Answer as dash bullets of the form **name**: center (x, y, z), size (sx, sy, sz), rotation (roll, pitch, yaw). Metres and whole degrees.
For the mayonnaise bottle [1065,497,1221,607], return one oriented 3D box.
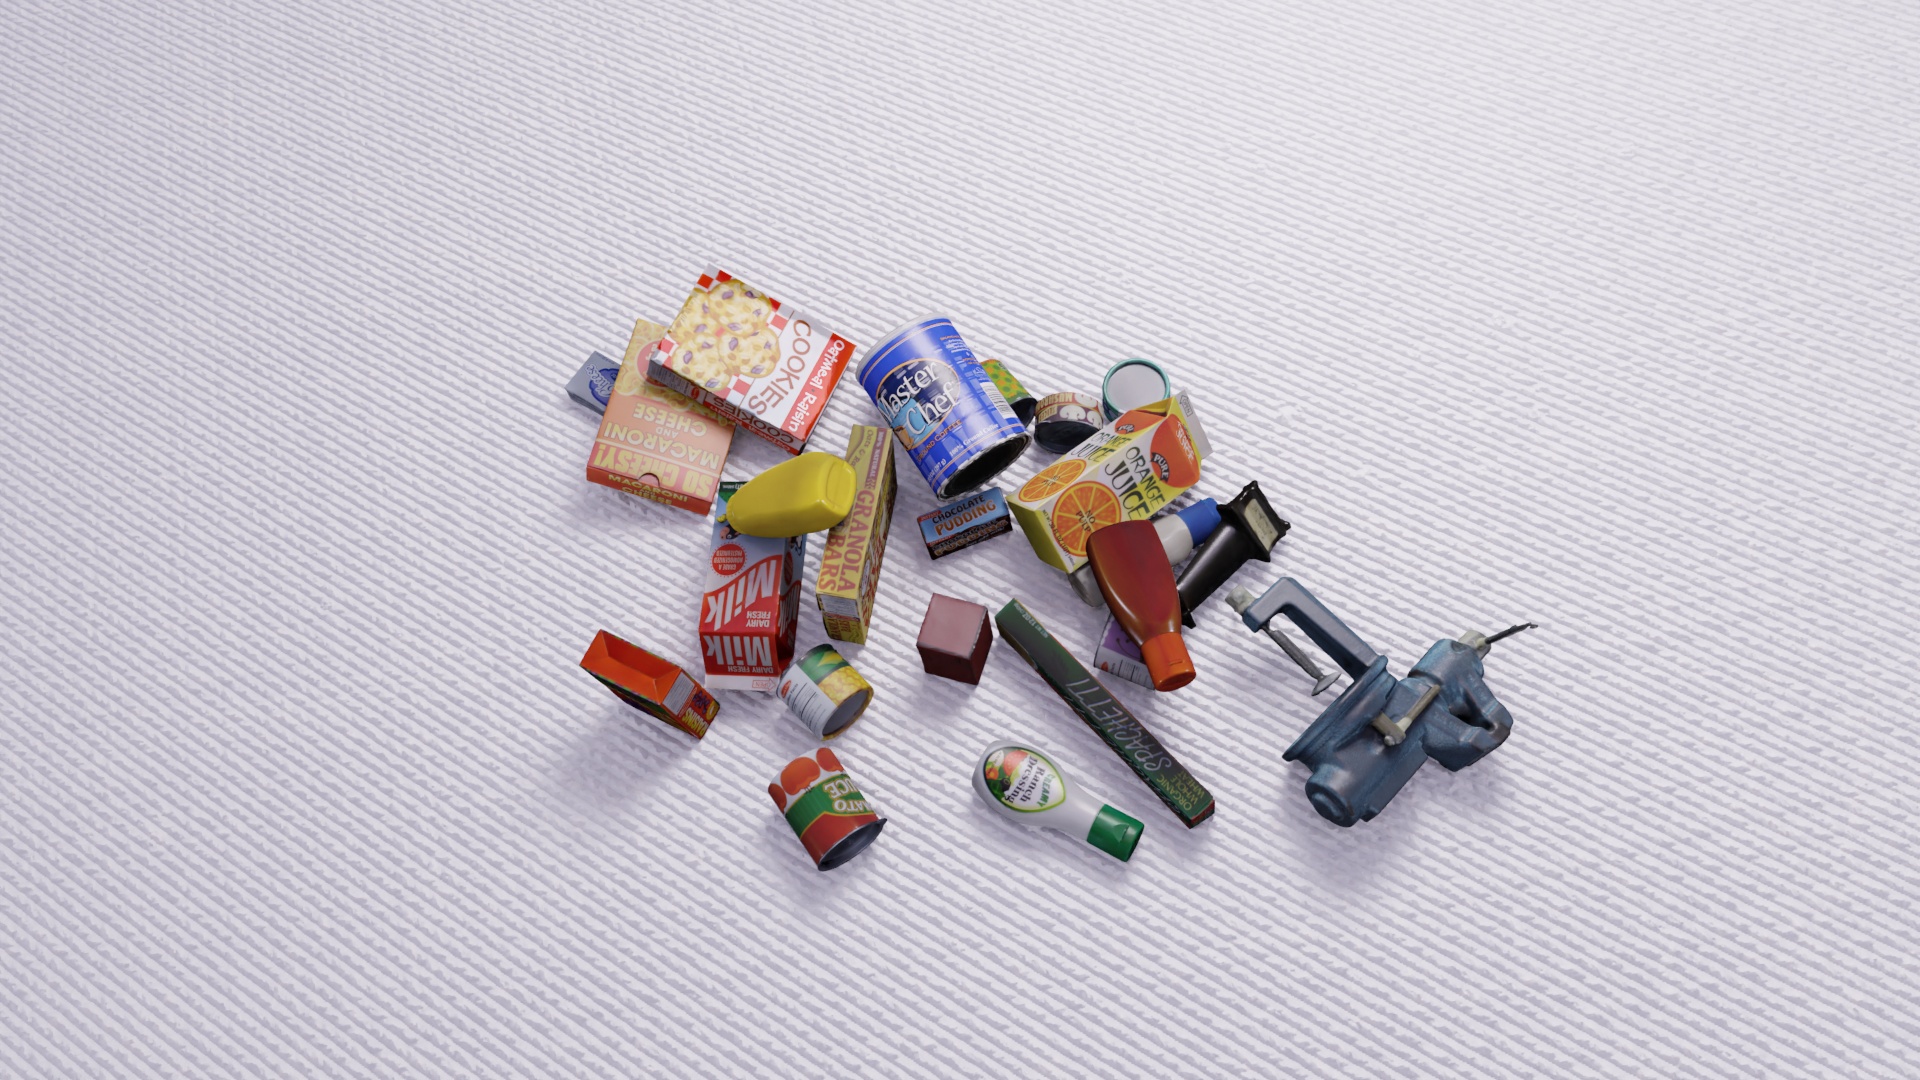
- **mayonnaise bottle**: center (0.170, 0.008, 1.259), size (0.148, 0.041, 0.065), rotation (-26, 23, -8)

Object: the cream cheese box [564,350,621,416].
- **cream cheese box**: center (-0.344, -0.146, 1.405), size (0.104, 0.024, 0.053), rotation (29, 74, 18)

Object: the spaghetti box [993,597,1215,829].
- **spaghetti box**: center (0.123, 0.149, 1.205), size (0.029, 0.050, 0.250), rotation (-41, 68, -9)

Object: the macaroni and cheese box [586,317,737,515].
- **macaroni and cheese box**: center (-0.281, -0.122, 1.356), size (0.124, 0.040, 0.167), rotation (17, 67, -10)

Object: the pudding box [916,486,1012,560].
- **pudding box**: center (0.005, -0.016, 1.292), size (0.084, 0.049, 0.030), rotation (-21, 67, -3)

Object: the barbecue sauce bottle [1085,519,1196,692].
- **barbecue sauce bottle**: center (0.157, 0.055, 1.175), size (0.065, 0.043, 0.149), rotation (-13, 60, -9)

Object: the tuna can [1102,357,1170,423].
- **tuna can**: center (0.169, -0.143, 1.338), size (0.071, 0.032, 0.071), rotation (-2, 66, 6)

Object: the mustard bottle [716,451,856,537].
- **mustard bottle**: center (-0.159, -0.033, 1.215), size (0.160, 0.049, 0.065), rotation (-12, 56, 42)

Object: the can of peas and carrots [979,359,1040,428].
- **can of peas and carrots**: center (0.033, -0.133, 1.332), size (0.071, 0.070, 0.059), rotation (-36, 67, -9)

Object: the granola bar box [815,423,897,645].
- **granola bar box**: center (-0.092, -0.004, 1.257), size (0.039, 0.123, 0.166), rotation (9, 67, 4)

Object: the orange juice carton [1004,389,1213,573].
- **orange juice carton**: center (0.144, -0.057, 1.264), size (0.193, 0.073, 0.071), rotation (-35, 110, -12)

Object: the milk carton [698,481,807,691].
- **milk carton**: center (-0.190, 0.046, 1.275), size (0.072, 0.073, 0.191), rotation (1, 67, 8)

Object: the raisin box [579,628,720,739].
- **raisin box**: center (-0.271, 0.128, 1.221), size (0.086, 0.123, 0.040), rotation (22, 72, 15)

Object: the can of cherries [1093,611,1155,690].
- **can of cherries**: center (0.156, 0.089, 1.218), size (0.058, 0.071, 0.072), rotation (21, 70, 15)

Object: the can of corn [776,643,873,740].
- **can of corn**: center (-0.118, 0.134, 1.233), size (0.071, 0.071, 0.058), rotation (-43, 69, -12)

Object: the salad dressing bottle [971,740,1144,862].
- **salad dressing bottle**: center (0.083, 0.222, 1.180), size (0.148, 0.043, 0.064), rotation (25, 70, 16)

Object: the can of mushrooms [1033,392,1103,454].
- **can of mushrooms**: center (0.101, -0.111, 1.312), size (0.071, 0.070, 0.033), rotation (1, 65, 7)

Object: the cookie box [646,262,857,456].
- **cookie box**: center (-0.201, -0.176, 1.355), size (0.167, 0.040, 0.123), rotation (28, 66, -8)

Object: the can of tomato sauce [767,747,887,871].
- **can of tomato sauce**: center (-0.115, 0.228, 1.188), size (0.071, 0.071, 0.083), rotation (-35, 66, -9)
